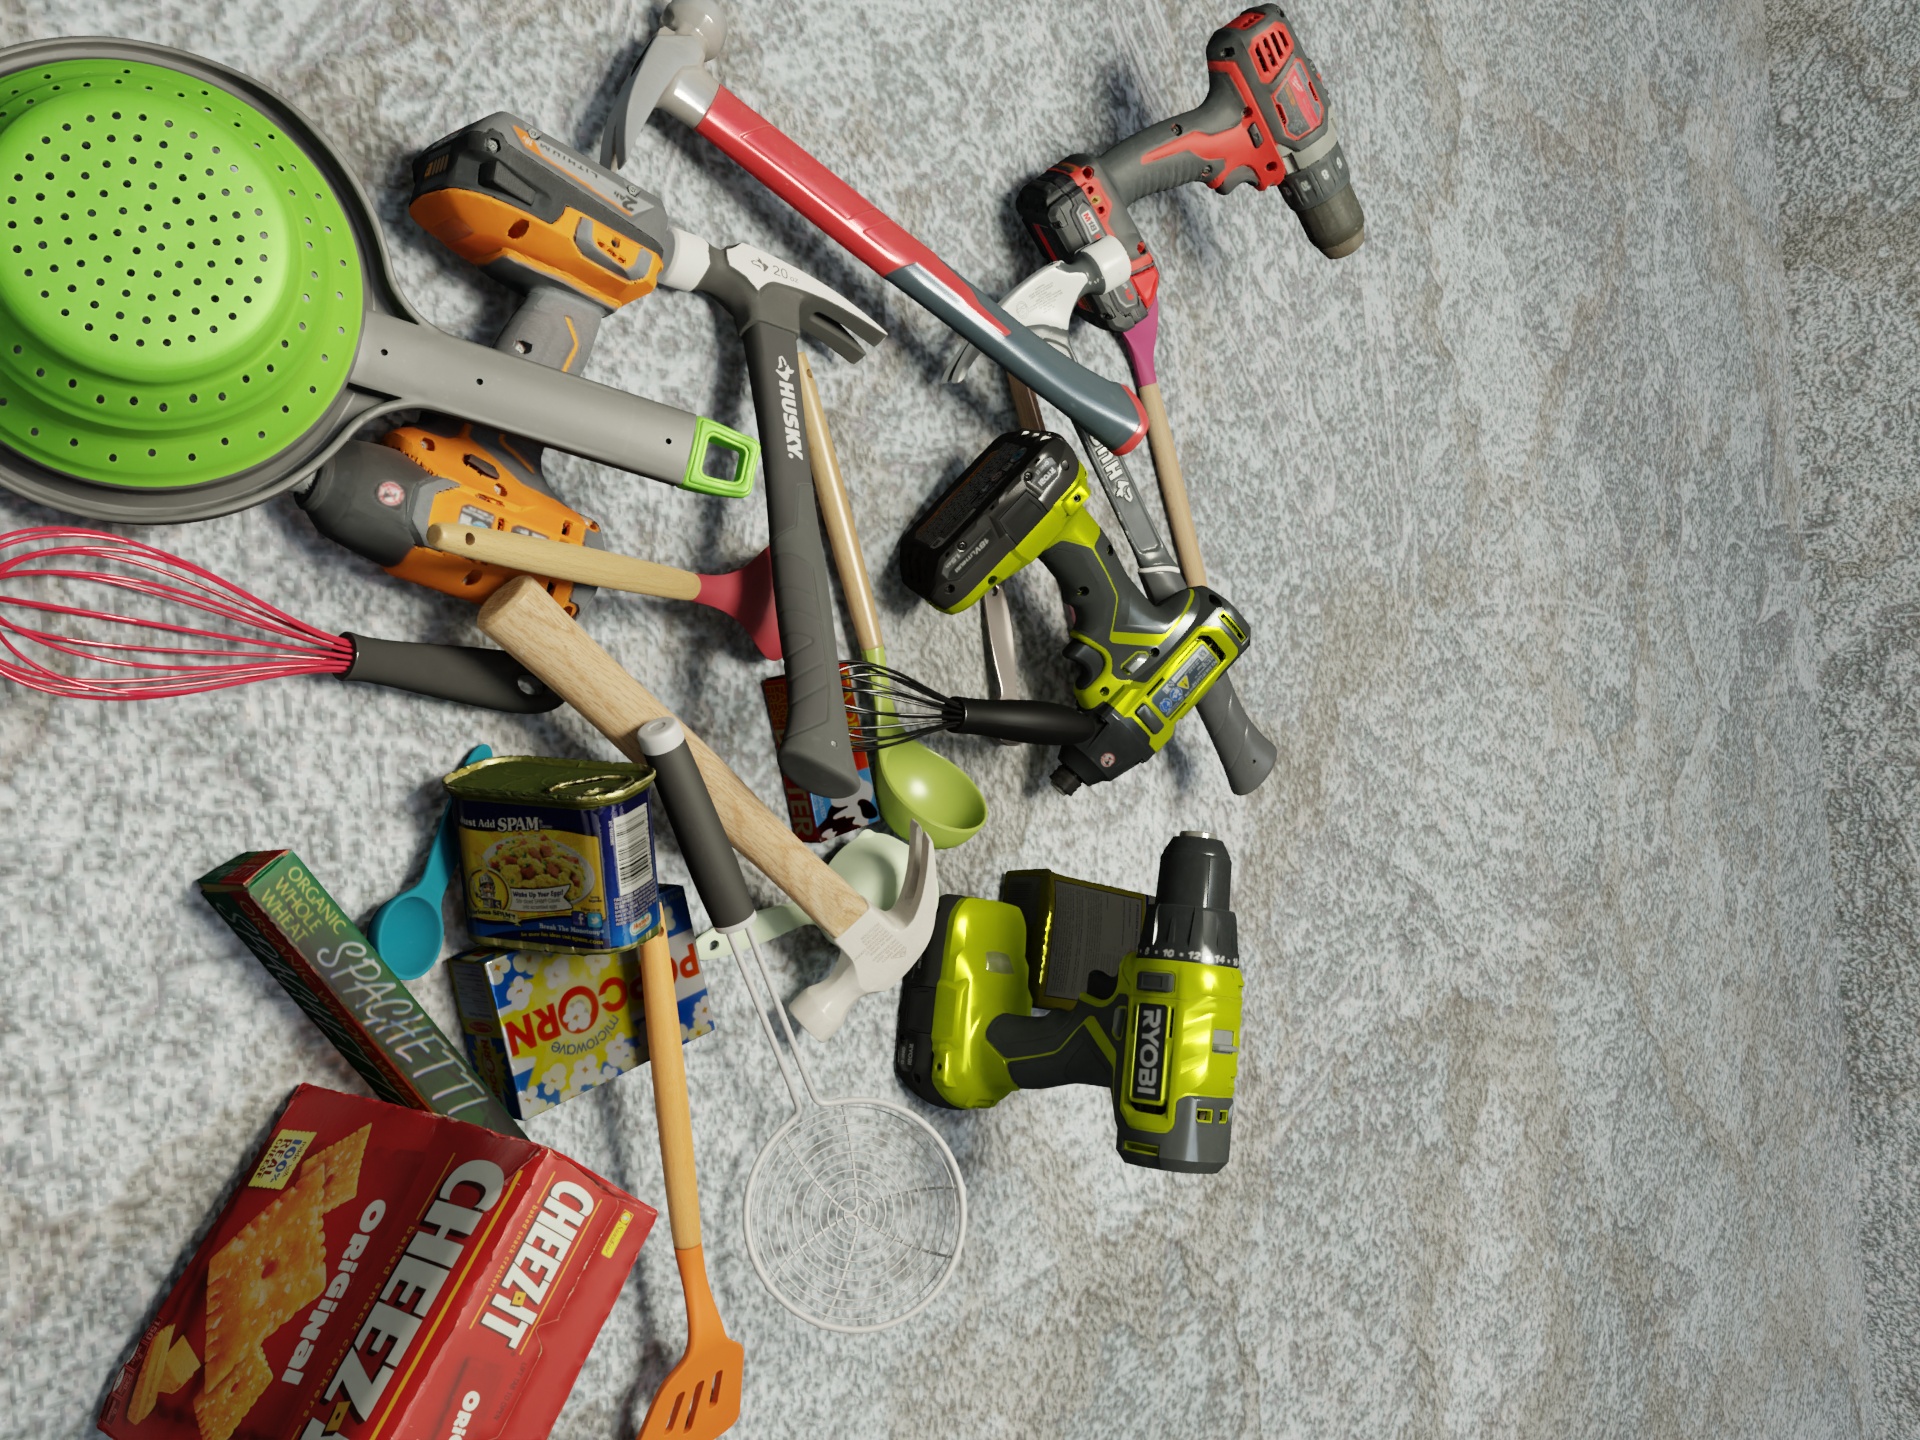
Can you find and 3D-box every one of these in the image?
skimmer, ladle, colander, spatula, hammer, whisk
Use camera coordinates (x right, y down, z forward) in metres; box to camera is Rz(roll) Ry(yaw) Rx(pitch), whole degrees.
[{"bbox_3d":[-0.093,0.168,0.847,0.127,0.090,0.363,-23,118,-12],"label":"skimmer"},{"bbox_3d":[-0.157,-0.074,0.826,0.315,0.031,0.069,5,87,-63],"label":"ladle"},{"bbox_3d":[-0.258,-0.167,0.674,0.396,0.094,0.204,14,84,-27],"label":"colander"},{"bbox_3d":[-0.154,0.252,0.844,0.081,0.041,0.322,-13,102,-46],"label":"spatula"},{"bbox_3d":[-0.035,-0.266,0.964,0.386,0.038,0.143,32,55,-27],"label":"hammer"},{"bbox_3d":[-0.001,-0.004,0.961,0.238,0.055,0.055,5,83,-42],"label":"whisk"},{"bbox_3d":[-0.051,-0.073,0.988,0.078,0.062,0.320,-26,103,-60],"label":"ladle"},{"bbox_3d":[0.128,-0.120,1.121,0.149,0.036,0.408,-32,110,-13],"label":"hammer"},{"bbox_3d":[-0.126,0.041,0.853,0.130,0.031,0.331,-44,124,-3],"label":"hammer"},{"bbox_3d":[-0.090,-0.116,0.889,0.146,0.035,0.335,10,61,-40],"label":"hammer"},{"bbox_3d":[-0.301,-0.033,0.731,0.295,0.073,0.073,11,79,-51],"label":"whisk"}]

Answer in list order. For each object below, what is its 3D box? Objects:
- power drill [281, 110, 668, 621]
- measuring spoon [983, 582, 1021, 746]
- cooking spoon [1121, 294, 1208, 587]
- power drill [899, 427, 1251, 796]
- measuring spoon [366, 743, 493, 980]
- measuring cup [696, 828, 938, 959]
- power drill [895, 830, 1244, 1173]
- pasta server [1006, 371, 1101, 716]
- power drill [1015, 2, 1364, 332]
[{"bbox_3d":[-0.239,-0.175,0.786,0.164,0.084,0.226,19,77,-43],"label":"power drill"},{"bbox_3d":[0.025,-0.042,1.096,0.034,0.018,0.124,-2,81,-39],"label":"measuring spoon"},{"bbox_3d":[0.151,-0.235,1.233,0.069,0.017,0.318,-26,105,-43],"label":"cooking spoon"},{"bbox_3d":[0.072,-0.067,1.056,0.171,0.080,0.223,-47,116,-4],"label":"power drill"},{"bbox_3d":[-0.263,0.068,0.790,0.042,0.021,0.129,55,41,-49],"label":"measuring spoon"},{"bbox_3d":[-0.081,0.119,0.945,0.167,0.038,0.083,-14,113,-40],"label":"measuring cup"},{"bbox_3d":[0.071,0.163,0.969,0.080,0.228,0.191,16,75,-44],"label":"power drill"},{"bbox_3d":[0.081,-0.123,1.138,0.060,0.040,0.316,-24,103,-38],"label":"pasta server"},{"bbox_3d":[0.175,-0.370,1.139,0.226,0.080,0.187,-36,118,-1],"label":"power drill"}]
